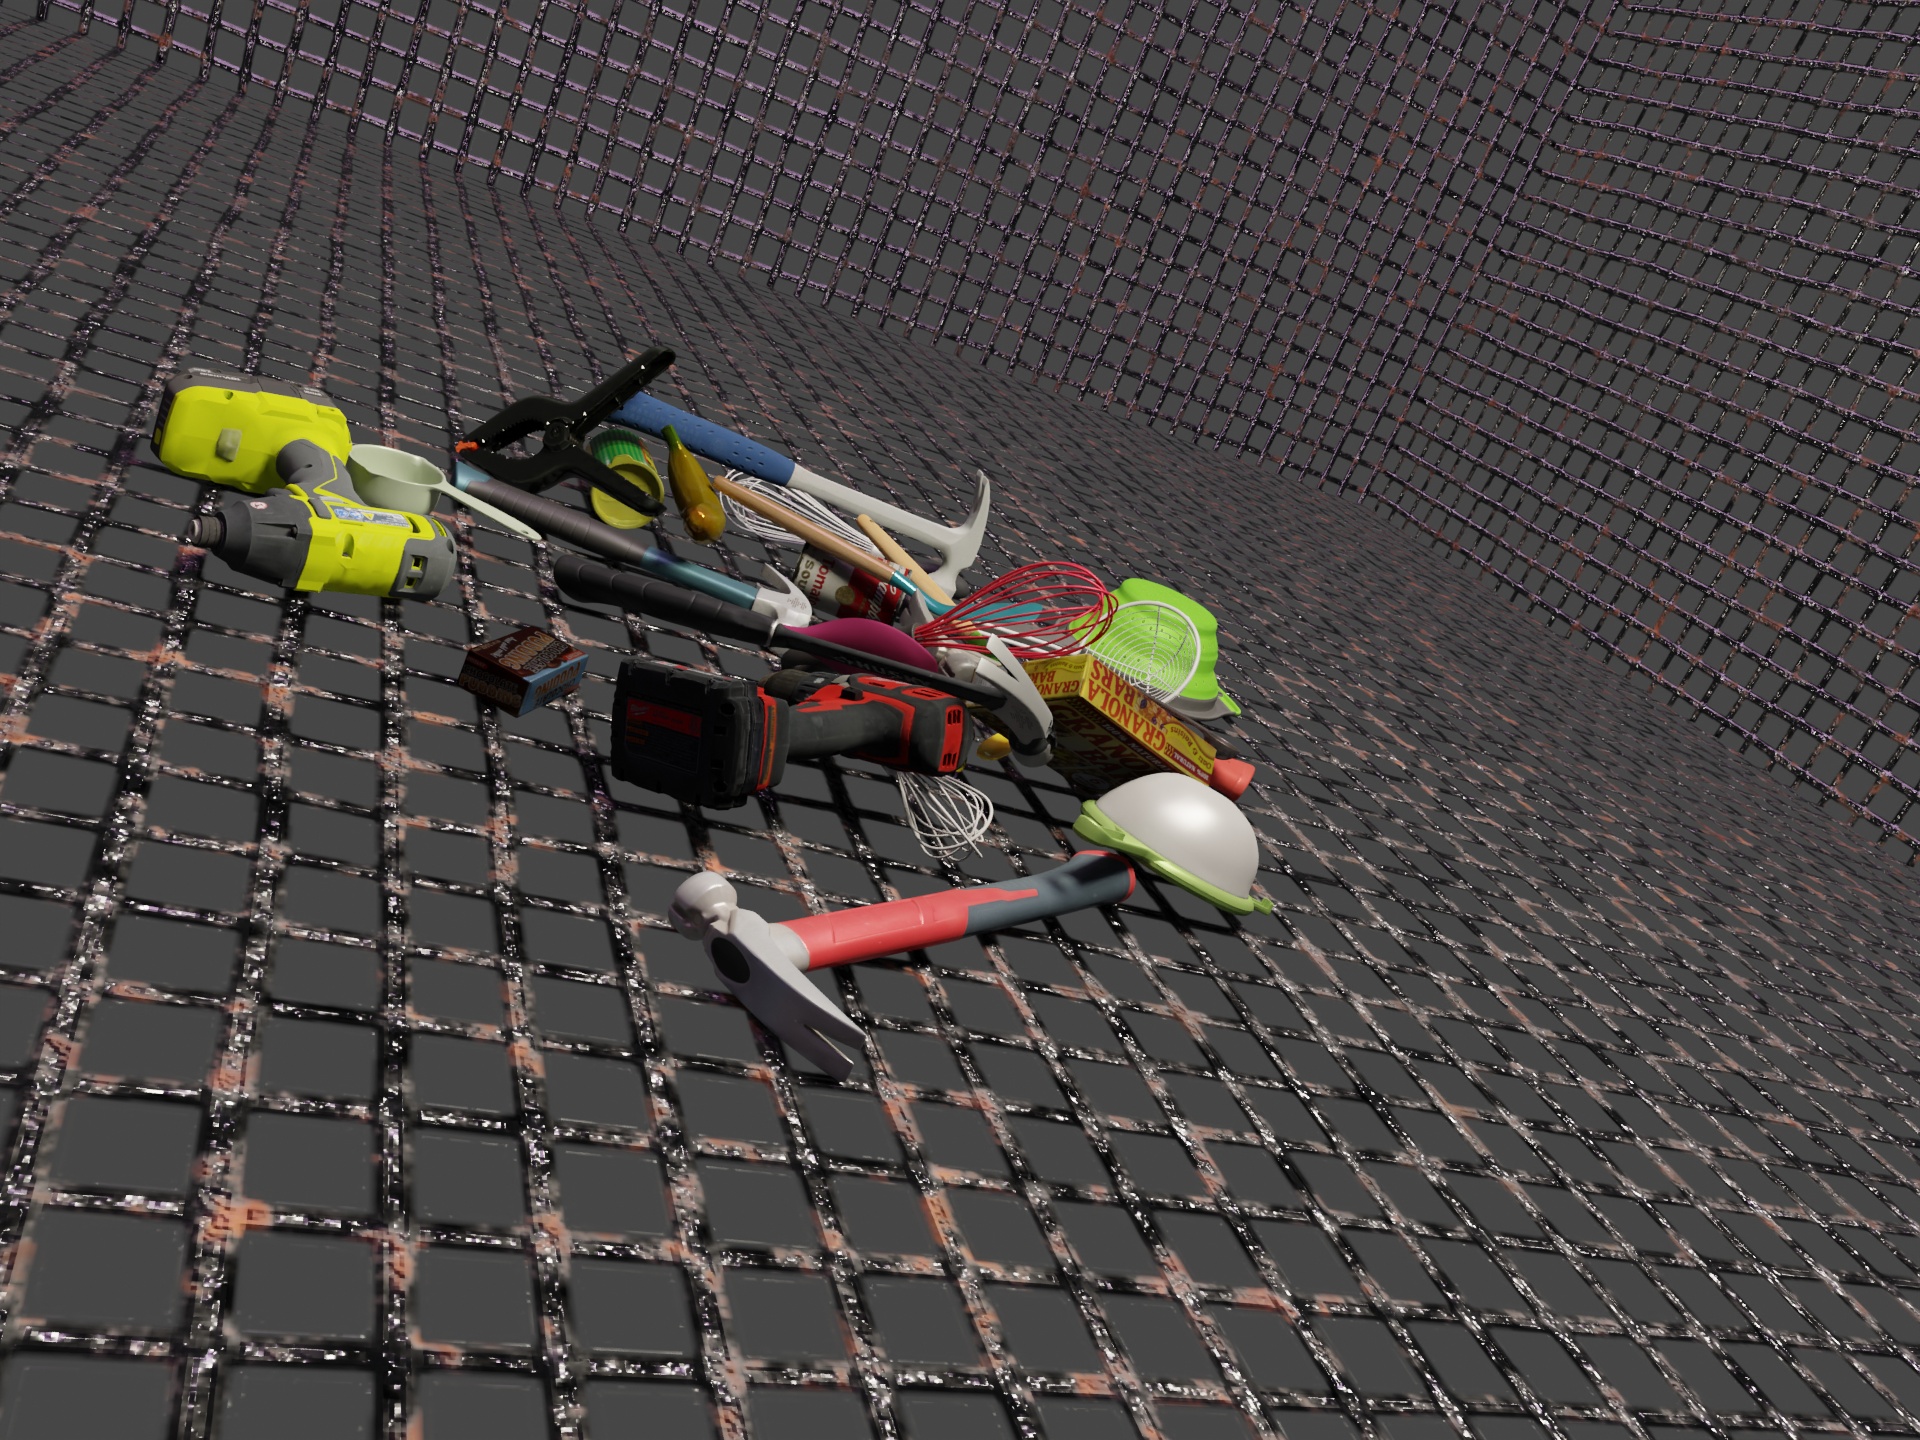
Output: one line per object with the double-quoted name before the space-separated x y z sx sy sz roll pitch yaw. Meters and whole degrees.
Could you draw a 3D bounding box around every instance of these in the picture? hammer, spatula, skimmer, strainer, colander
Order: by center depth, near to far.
"hammer" 0.007 0.129 0.982 0.143 0.038 0.386 37 23 31
"strainer" 0.148 0.072 1.157 0.152 0.069 0.256 34 6 27
"hammer" -0.127 -0.061 1.185 0.409 0.036 0.149 17 -21 18
"hammer" -0.284 -0.146 1.368 0.331 0.033 0.128 22 20 -5
"hammer" 0.112 -0.009 1.389 0.358 0.036 0.149 23 19 -28
"spatula" -0.078 -0.151 1.428 0.317 0.044 0.082 28 20 3
"skimmer" 0.048 -0.096 1.537 0.363 0.127 0.090 16 -24 -10
"hammer" -0.155 -0.241 1.550 0.405 0.144 0.035 20 20 -25
"colander" 0.135 -0.106 1.658 0.396 0.094 0.205 14 22 -27

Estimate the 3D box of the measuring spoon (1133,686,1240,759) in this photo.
"measuring spoon" 0.197 0.004 1.422 0.124 0.018 0.034 35 10 36

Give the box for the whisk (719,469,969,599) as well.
"whisk" -0.116 -0.188 1.646 0.284 0.070 0.070 22 19 -19

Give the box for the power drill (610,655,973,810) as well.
"power drill" -0.126 -0.001 1.071 0.188 0.080 0.226 14 11 39

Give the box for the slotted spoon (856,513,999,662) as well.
"slotted spoon" -0.003 -0.094 1.491 0.070 0.031 0.314 -3 44 -52

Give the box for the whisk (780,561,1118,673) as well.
"whisk" -0.015 -0.069 1.234 0.296 0.073 0.073 -10 4 27

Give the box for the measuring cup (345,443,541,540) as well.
"measuring cup" -0.415 -0.169 1.272 0.167 0.038 0.083 27 19 1

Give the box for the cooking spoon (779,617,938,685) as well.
"cooking spoon" -0.165 -0.076 1.259 0.319 0.068 0.017 17 37 15

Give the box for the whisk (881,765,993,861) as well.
"whisk" -0.043 0.033 1.168 0.059 0.058 0.247 53 -5 -36

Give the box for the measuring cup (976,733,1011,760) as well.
"measuring cup" 0.045 0.022 1.324 0.062 0.029 0.156 30 23 17

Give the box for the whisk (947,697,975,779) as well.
"whisk" -0.003 -0.006 1.319 0.047 0.051 0.245 19 16 3

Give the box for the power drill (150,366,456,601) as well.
"power drill" -0.481 -0.165 1.129 0.171 0.080 0.223 3 31 -46
